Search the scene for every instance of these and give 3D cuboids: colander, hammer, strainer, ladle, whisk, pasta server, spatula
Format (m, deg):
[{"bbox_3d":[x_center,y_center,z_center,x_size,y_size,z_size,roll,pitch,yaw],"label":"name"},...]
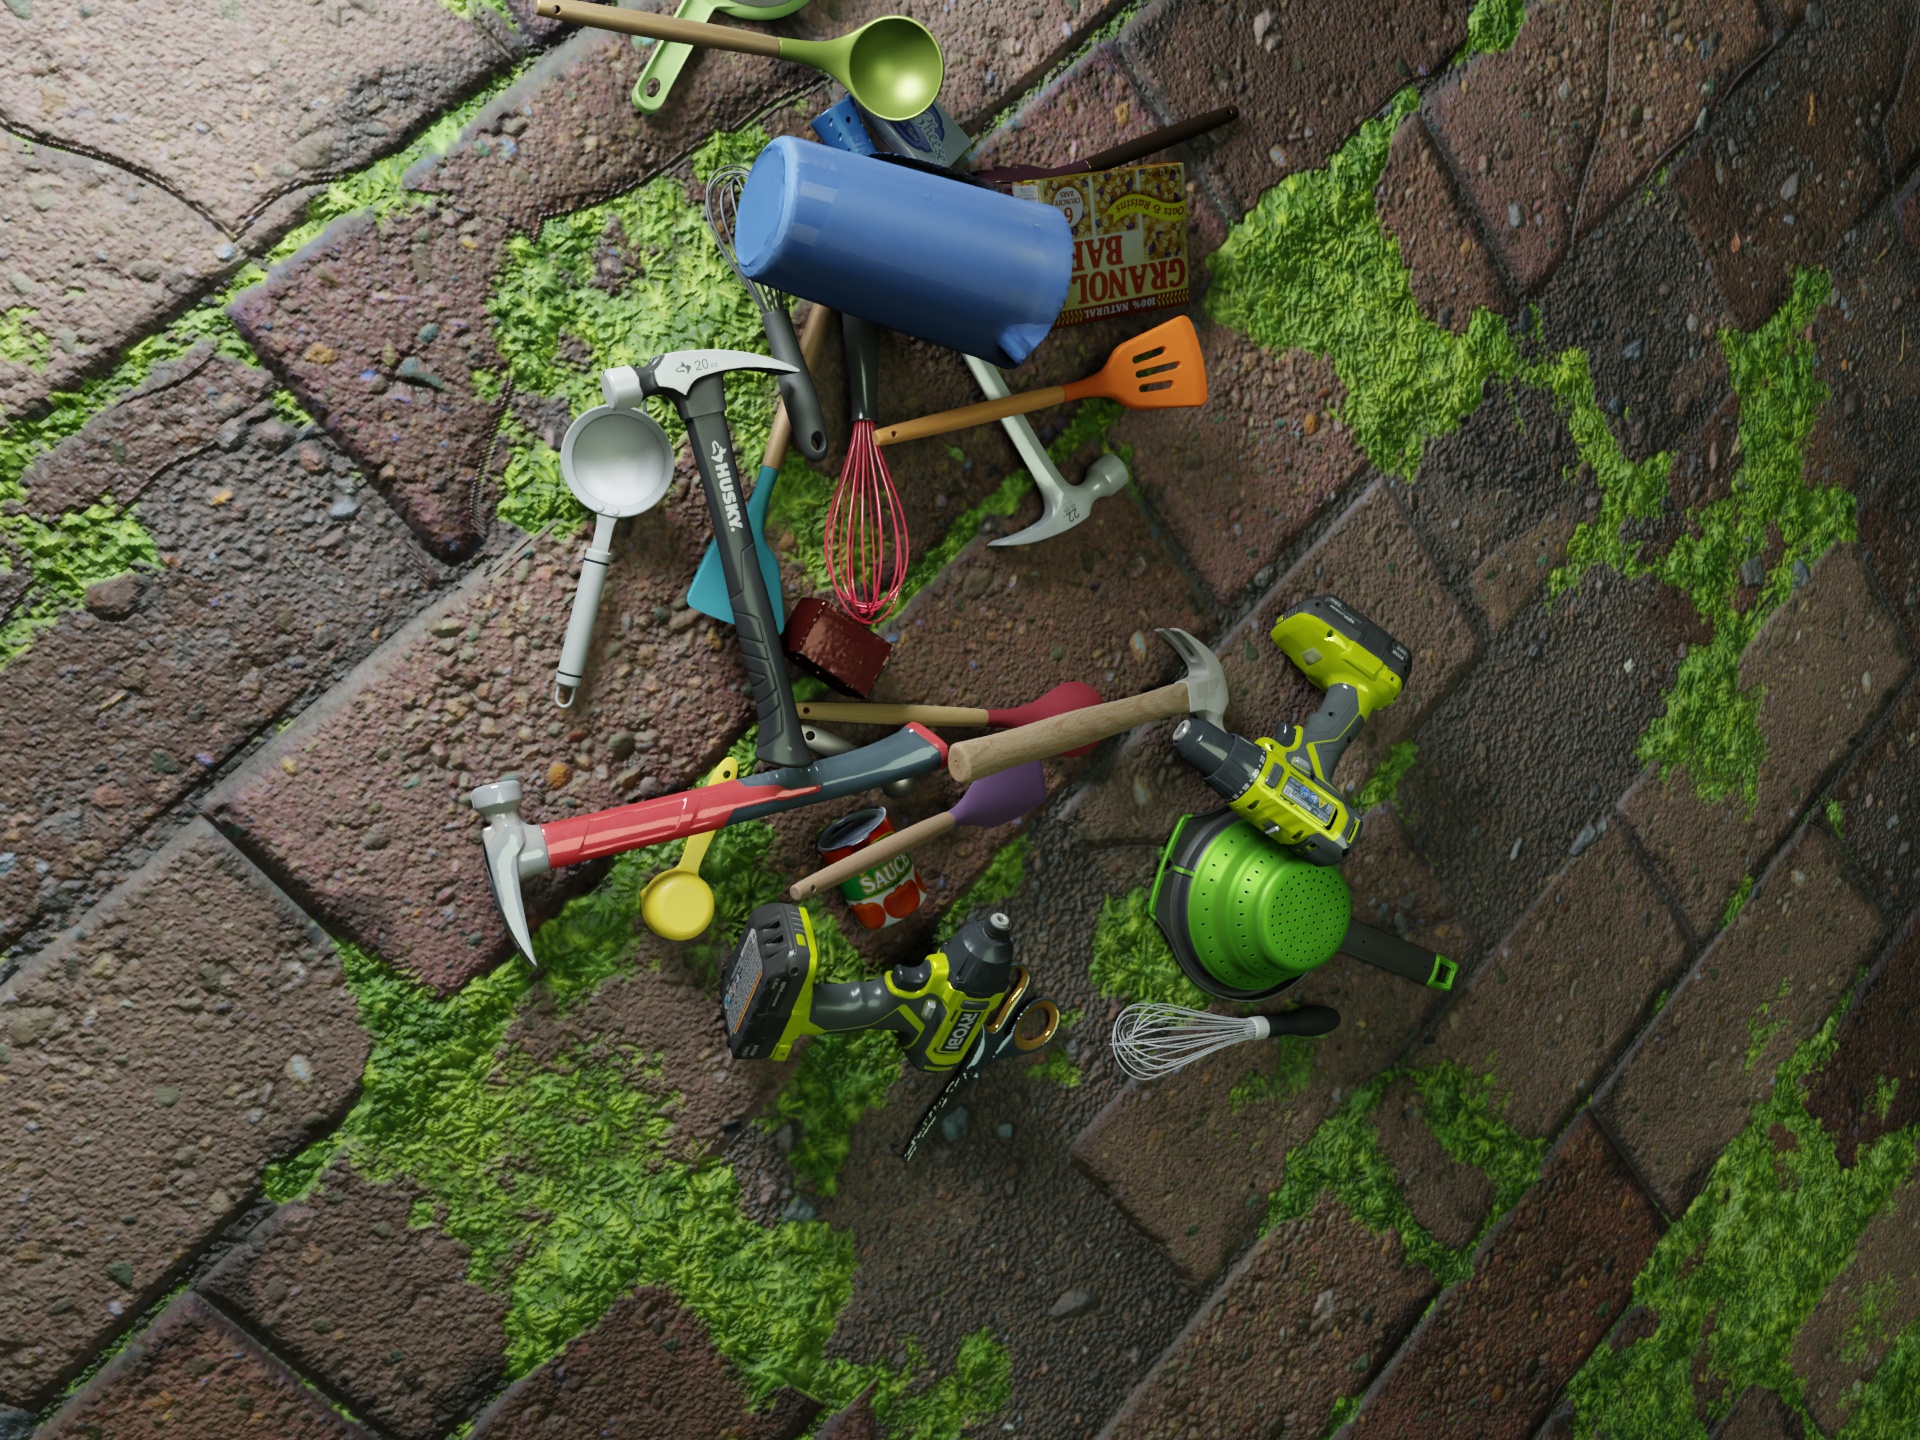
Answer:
[{"bbox_3d":[0.372,0.206,1.561,0.396,0.094,0.204,23,85,-27],"label":"colander"},{"bbox_3d":[-0.165,-0.121,1.232,0.146,0.035,0.334,-19,105,-24],"label":"hammer"},{"bbox_3d":[-0.179,-0.581,1.218,0.151,0.069,0.256,30,80,-26],"label":"strainer"},{"bbox_3d":[-0.159,-0.512,1.203,0.320,0.062,0.078,-3,115,-30],"label":"ladle"},{"bbox_3d":[-0.079,-0.227,1.314,0.073,0.073,0.296,-1,89,-27],"label":"whisk"},{"bbox_3d":[0.121,0.000,1.412,0.331,0.031,0.130,-15,100,-39],"label":"hammer"},{"bbox_3d":[-0.006,-0.331,1.350,0.144,0.035,0.405,-40,111,-18],"label":"hammer"},{"bbox_3d":[0.126,-0.495,1.408,0.316,0.040,0.060,-29,107,-26],"label":"pasta server"},{"bbox_3d":[-0.279,-0.135,1.229,0.087,0.050,0.258,14,95,-5],"label":"strainer"},{"bbox_3d":[-0.149,-0.319,1.257,0.055,0.055,0.239,-20,97,-24],"label":"whisk"},{"bbox_3d":[0.070,-0.274,1.348,0.322,0.041,0.081,-19,102,-28],"label":"spatula"},{"bbox_3d":[-0.183,0.082,1.278,0.386,0.038,0.143,-13,87,-24],"label":"hammer"},{"bbox_3d":[-0.002,-0.004,1.391,0.315,0.031,0.069,2,91,-25],"label":"ladle"},{"bbox_3d":[-0.027,0.089,1.334,0.316,0.018,0.059,-23,106,-46],"label":"spatula"},{"bbox_3d":[-0.142,-0.228,1.287,0.082,0.044,0.317,18,86,-20],"label":"spatula"},{"bbox_3d":[0.262,0.302,1.541,0.284,0.070,0.070,1,95,-31],"label":"whisk"}]

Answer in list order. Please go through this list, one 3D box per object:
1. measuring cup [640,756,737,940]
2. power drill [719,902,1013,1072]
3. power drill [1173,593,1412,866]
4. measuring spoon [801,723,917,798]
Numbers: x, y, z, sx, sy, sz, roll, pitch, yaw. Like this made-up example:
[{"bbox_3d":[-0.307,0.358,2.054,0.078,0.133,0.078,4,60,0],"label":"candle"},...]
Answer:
[{"bbox_3d":[-0.210,0.104,1.292,0.062,0.029,0.156,23,84,-27],"label":"measuring cup"},{"bbox_3d":[-0.072,0.217,1.315,0.223,0.080,0.171,7,128,-26],"label":"power drill"},{"bbox_3d":[0.312,-0.002,1.484,0.190,0.080,0.229,34,65,-9],"label":"power drill"},{"bbox_3d":[-0.087,0.033,1.354,0.124,0.018,0.034,27,83,-26],"label":"measuring spoon"}]
